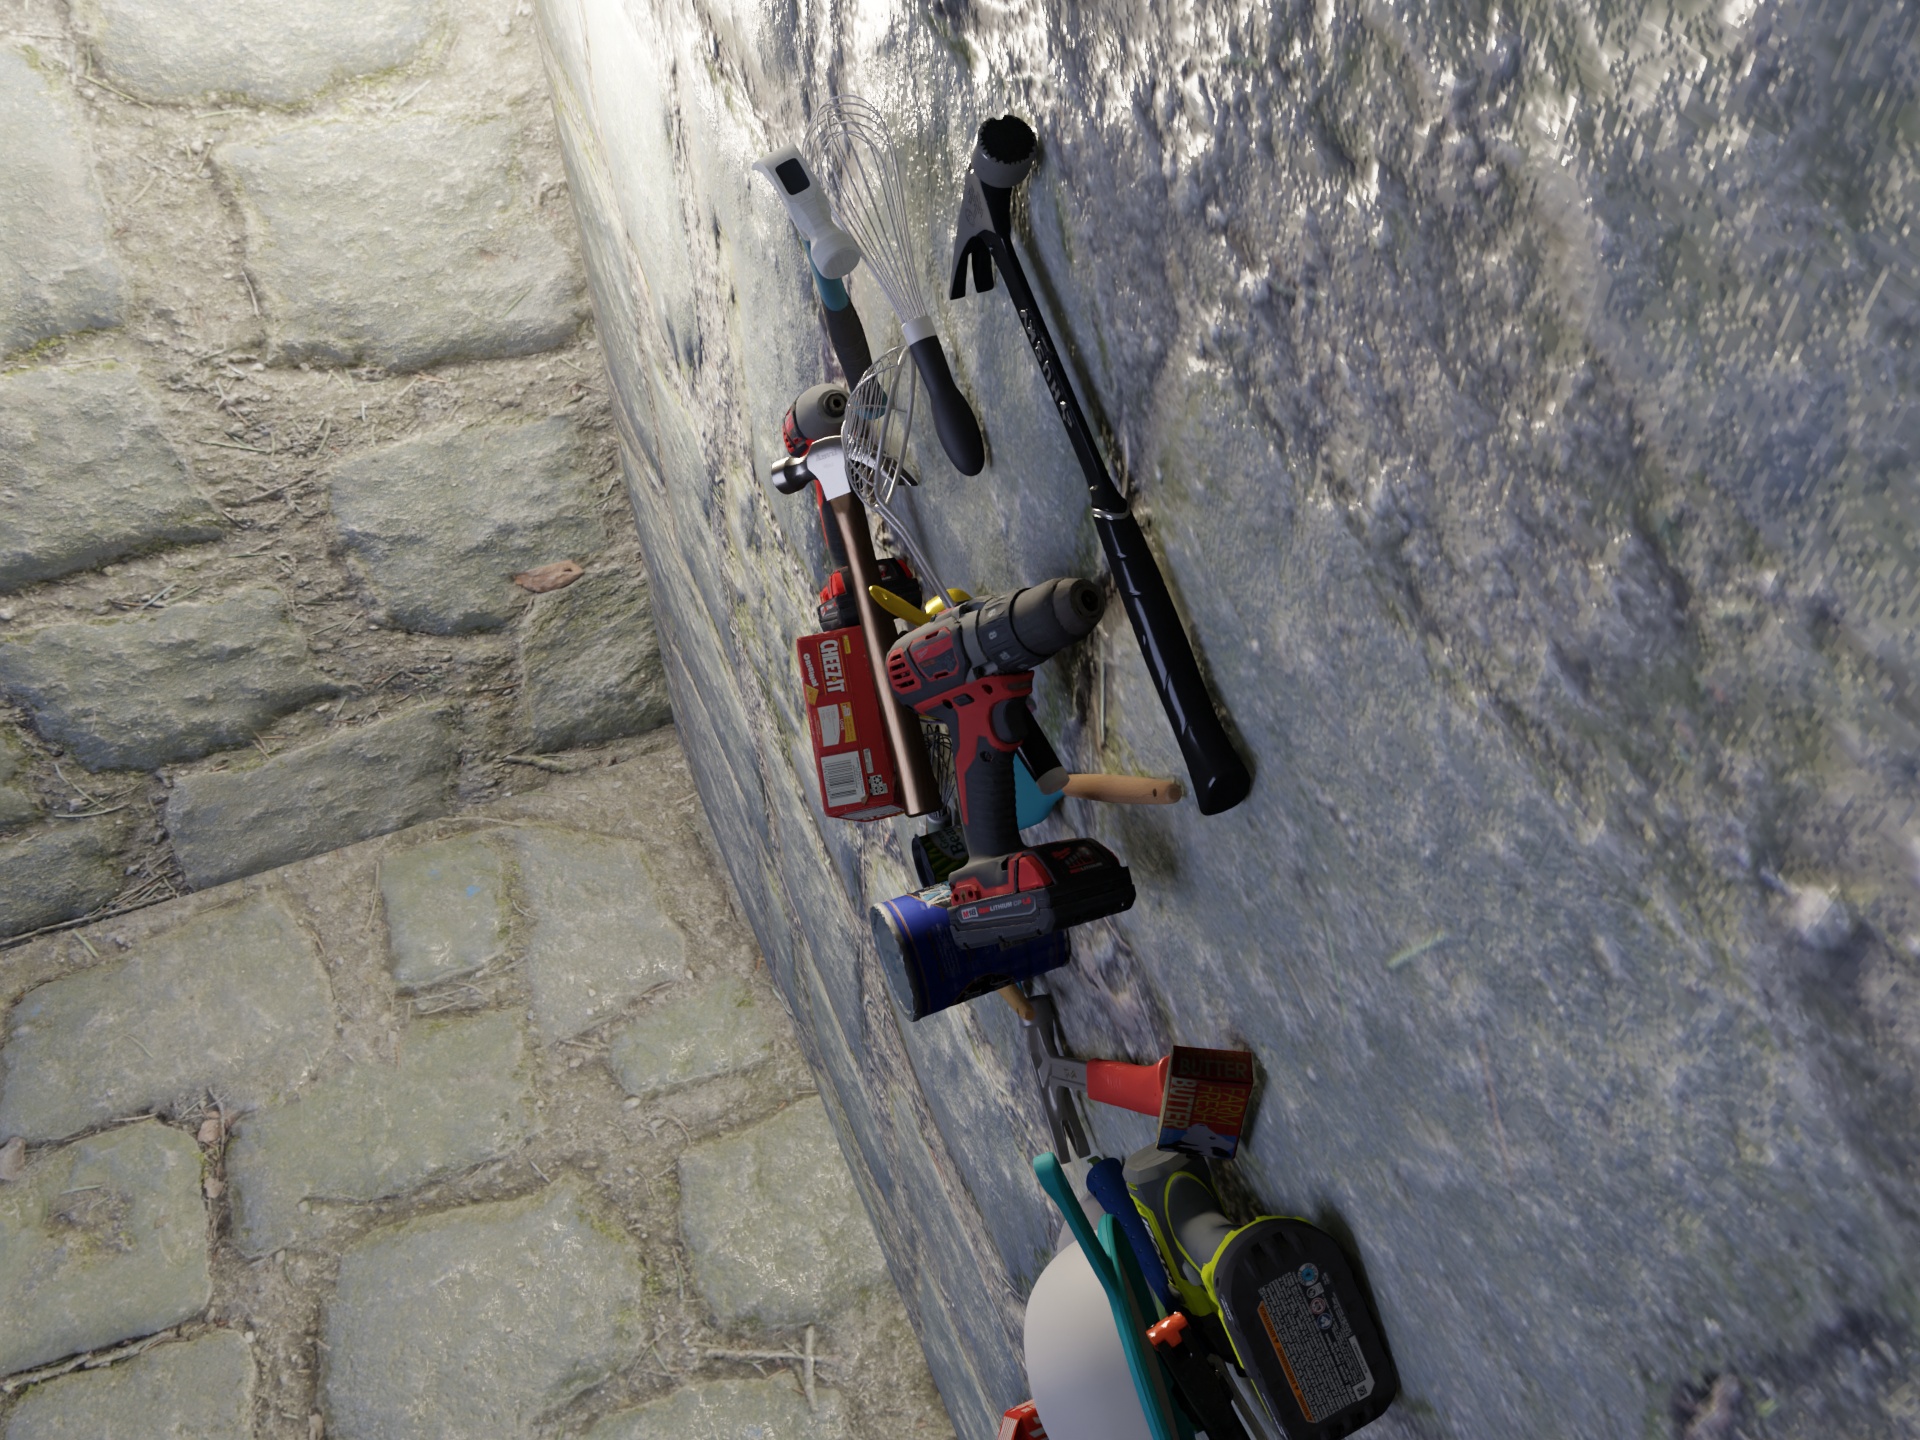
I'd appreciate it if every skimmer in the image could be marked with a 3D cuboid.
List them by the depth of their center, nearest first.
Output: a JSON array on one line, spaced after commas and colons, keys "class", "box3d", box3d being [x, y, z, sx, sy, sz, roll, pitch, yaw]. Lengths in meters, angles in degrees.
[{"class": "skimmer", "box3d": [0.008, -0.114, 1.165, 0.364, 0.090, 0.127, 60, 167, 21]}]

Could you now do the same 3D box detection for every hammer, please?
[{"class": "hammer", "box3d": [0.078, -0.138, 0.932, 0.149, 0.036, 0.409, 125, 126, -73]}, {"class": "hammer", "box3d": [-0.092, -0.310, 1.189, 0.128, 0.033, 0.330, 62, 178, 15]}, {"class": "hammer", "box3d": [0.198, 0.488, 1.201, 0.406, 0.035, 0.144, -126, 23, -50]}, {"class": "hammer", "box3d": [0.120, 0.295, 1.258, 0.359, 0.036, 0.149, 147, 107, -74]}, {"class": "hammer", "box3d": [-0.068, -0.081, 1.356, 0.130, 0.031, 0.331, -14, 90, 36]}]

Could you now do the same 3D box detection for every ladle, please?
[{"class": "ladle", "box3d": [0.023, 0.226, 1.500, 0.315, 0.031, 0.069, -147, 46, -74]}]

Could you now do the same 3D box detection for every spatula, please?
[{"class": "spatula", "box3d": [0.077, 0.050, 1.128, 0.317, 0.044, 0.082, 175, 90, -73]}]

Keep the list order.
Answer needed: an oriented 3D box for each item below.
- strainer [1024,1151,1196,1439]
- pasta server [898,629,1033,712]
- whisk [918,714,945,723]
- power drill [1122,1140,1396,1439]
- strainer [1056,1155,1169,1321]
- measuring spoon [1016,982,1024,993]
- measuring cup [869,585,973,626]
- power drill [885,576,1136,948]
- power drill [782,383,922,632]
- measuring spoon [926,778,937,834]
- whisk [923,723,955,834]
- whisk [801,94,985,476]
[{"class": "strainer", "box3d": [0.079, 0.425, 1.113, 0.211, 0.095, 0.340, -102, -10, -56]}, {"class": "pasta server", "box3d": [-0.005, -0.047, 1.353, 0.316, 0.040, 0.060, -141, 36, -71]}, {"class": "whisk", "box3d": [-0.003, -0.003, 1.360, 0.245, 0.047, 0.051, -150, 45, -64]}, {"class": "power drill", "box3d": [0.189, 0.378, 1.040, 0.171, 0.080, 0.223, 66, 169, -2]}, {"class": "strainer", "box3d": [0.122, 0.518, 1.437, 0.256, 0.069, 0.152, 92, 155, -48]}, {"class": "measuring spoon", "box3d": [0.060, 0.233, 1.458, 0.128, 0.021, 0.042, 79, 165, -58]}, {"class": "measuring cup", "box3d": [-0.021, -0.085, 1.203, 0.156, 0.029, 0.062, 20, -140, -62]}, {"class": "power drill", "box3d": [0.042, 0.024, 1.043, 0.188, 0.080, 0.227, -21, 82, 49]}, {"class": "power drill", "box3d": [-0.106, -0.196, 1.451, 0.143, 0.078, 0.219, 170, 86, -74]}, {"class": "measuring spoon", "box3d": [-0.027, 0.096, 1.618, 0.116, 0.011, 0.021, 95, 155, -47]}, {"class": "whisk", "box3d": [-0.020, 0.083, 1.512, 0.246, 0.059, 0.058, 86, -179, -55]}, {"class": "whisk", "box3d": [-0.040, -0.309, 1.136, 0.284, 0.070, 0.070, 68, 165, -3]}]
